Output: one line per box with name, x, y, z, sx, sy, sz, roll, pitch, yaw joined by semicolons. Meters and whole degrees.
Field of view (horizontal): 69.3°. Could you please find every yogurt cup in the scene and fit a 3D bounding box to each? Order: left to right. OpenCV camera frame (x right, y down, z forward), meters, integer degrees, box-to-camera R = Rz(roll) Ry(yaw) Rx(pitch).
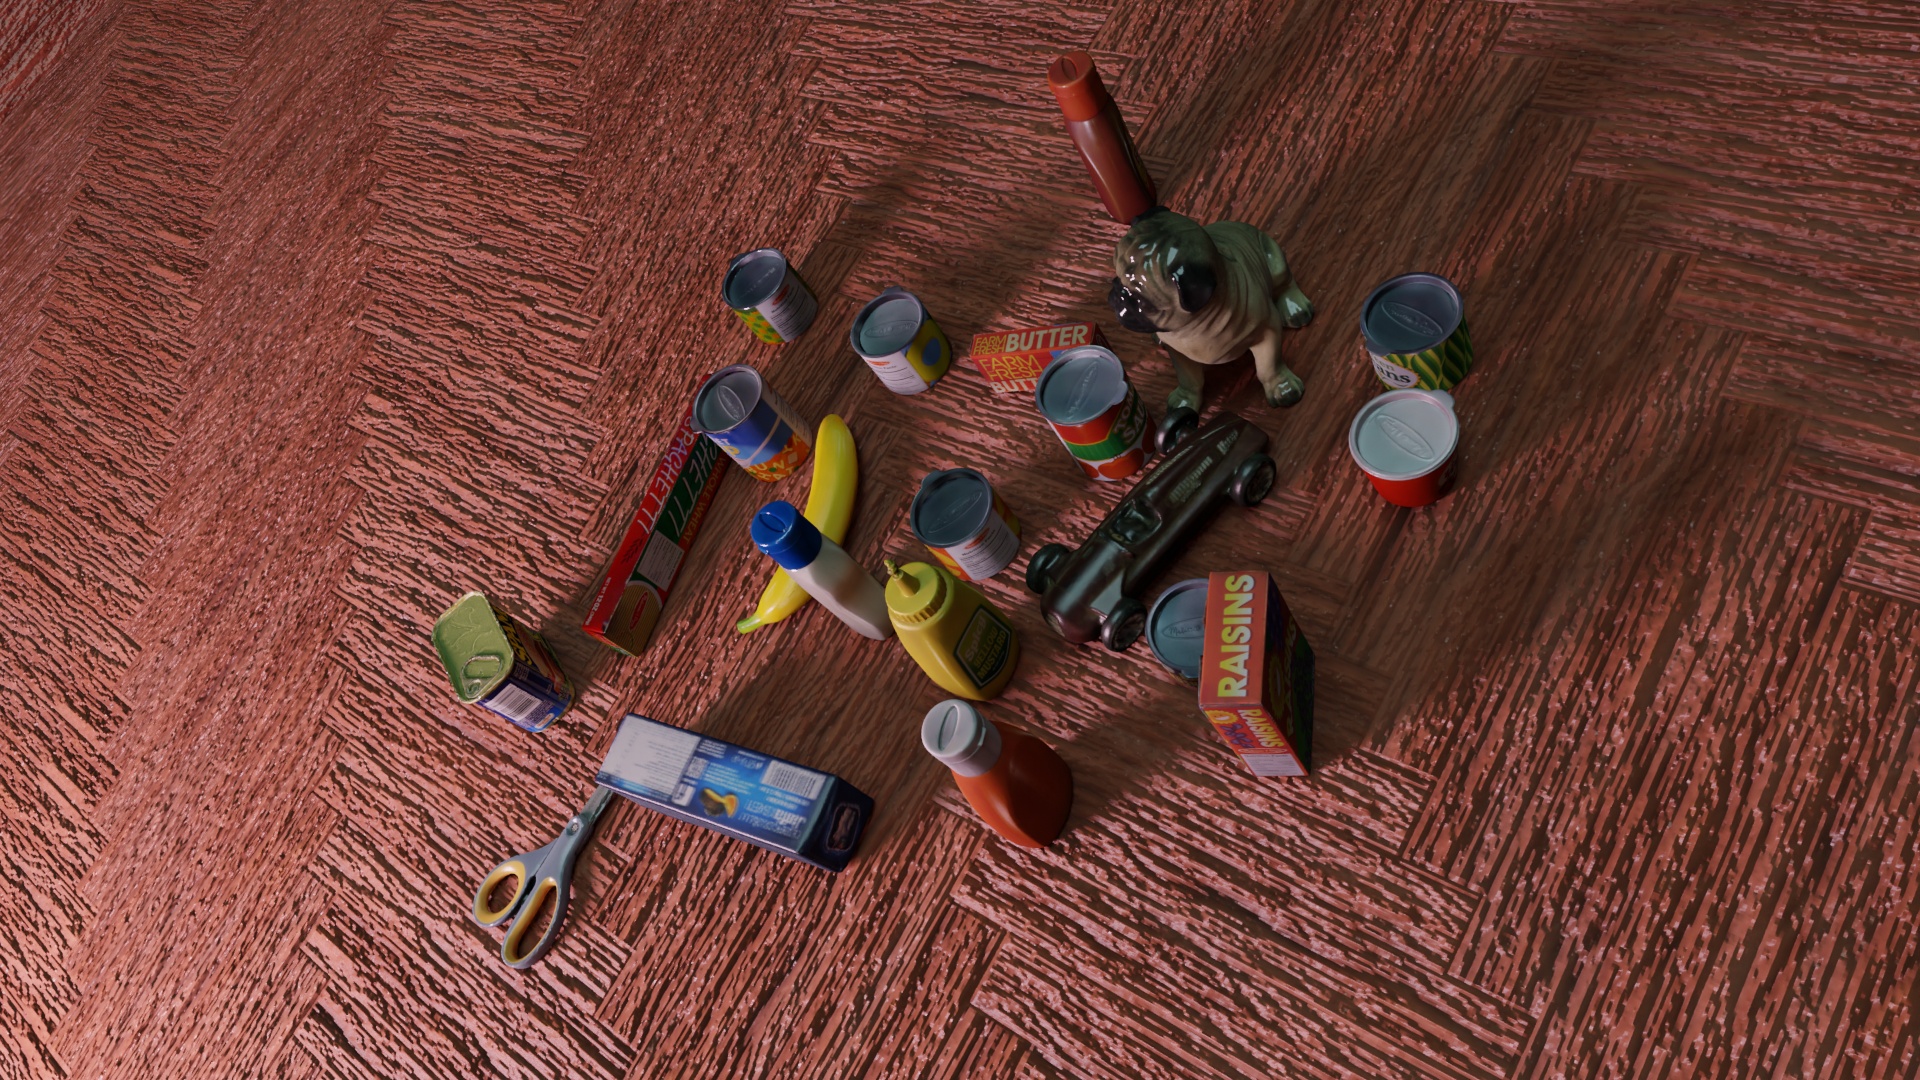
yogurt cup;0.292;-0.057;0.905;0.072;0.053;0.073;-13;57;21

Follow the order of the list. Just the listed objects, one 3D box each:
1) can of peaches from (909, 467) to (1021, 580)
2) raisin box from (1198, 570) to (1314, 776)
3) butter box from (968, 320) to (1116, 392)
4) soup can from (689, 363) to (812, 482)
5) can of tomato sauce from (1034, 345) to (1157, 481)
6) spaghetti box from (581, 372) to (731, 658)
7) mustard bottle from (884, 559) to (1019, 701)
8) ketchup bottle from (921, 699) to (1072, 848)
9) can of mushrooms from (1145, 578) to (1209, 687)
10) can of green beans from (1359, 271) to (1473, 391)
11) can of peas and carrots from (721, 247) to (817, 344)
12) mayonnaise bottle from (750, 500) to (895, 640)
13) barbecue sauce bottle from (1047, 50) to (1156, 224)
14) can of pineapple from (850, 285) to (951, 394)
can of peaches;0.004;-0.013;1.024;0.071;0.058;0.071;-13;57;21
raisin box;0.180;0.082;0.837;0.040;0.123;0.086;-4;61;26
butter box;0.064;-0.141;1.071;0.103;0.053;0.024;-2;62;26
soup can;-0.173;-0.094;1.146;0.071;0.083;0.071;-13;58;21
can of tomato sauce;0.101;-0.090;1.004;0.071;0.083;0.071;-13;58;21
spaghetti box;-0.240;-0.025;1.161;0.028;0.050;0.251;9;67;31
mustard bottle;-0.012;0.054;0.928;0.049;0.159;0.065;17;72;34
ketchup bottle;0.024;0.142;0.865;0.043;0.148;0.065;3;64;29
can of mushrooms;0.158;0.063;0.916;0.071;0.033;0.071;-13;57;21
can of green beans;0.309;-0.138;0.941;0.071;0.057;0.071;-13;57;21
can of peas and carrots;-0.170;-0.217;1.232;0.071;0.058;0.071;-13;57;21
mayonnaise bottle;-0.097;0.021;0.998;0.065;0.147;0.041;29;79;36
barbecue sauce bottle;0.110;-0.317;1.091;0.043;0.148;0.065;-25;54;13
can of pineapple;-0.047;-0.163;1.138;0.071;0.057;0.071;-13;57;21
